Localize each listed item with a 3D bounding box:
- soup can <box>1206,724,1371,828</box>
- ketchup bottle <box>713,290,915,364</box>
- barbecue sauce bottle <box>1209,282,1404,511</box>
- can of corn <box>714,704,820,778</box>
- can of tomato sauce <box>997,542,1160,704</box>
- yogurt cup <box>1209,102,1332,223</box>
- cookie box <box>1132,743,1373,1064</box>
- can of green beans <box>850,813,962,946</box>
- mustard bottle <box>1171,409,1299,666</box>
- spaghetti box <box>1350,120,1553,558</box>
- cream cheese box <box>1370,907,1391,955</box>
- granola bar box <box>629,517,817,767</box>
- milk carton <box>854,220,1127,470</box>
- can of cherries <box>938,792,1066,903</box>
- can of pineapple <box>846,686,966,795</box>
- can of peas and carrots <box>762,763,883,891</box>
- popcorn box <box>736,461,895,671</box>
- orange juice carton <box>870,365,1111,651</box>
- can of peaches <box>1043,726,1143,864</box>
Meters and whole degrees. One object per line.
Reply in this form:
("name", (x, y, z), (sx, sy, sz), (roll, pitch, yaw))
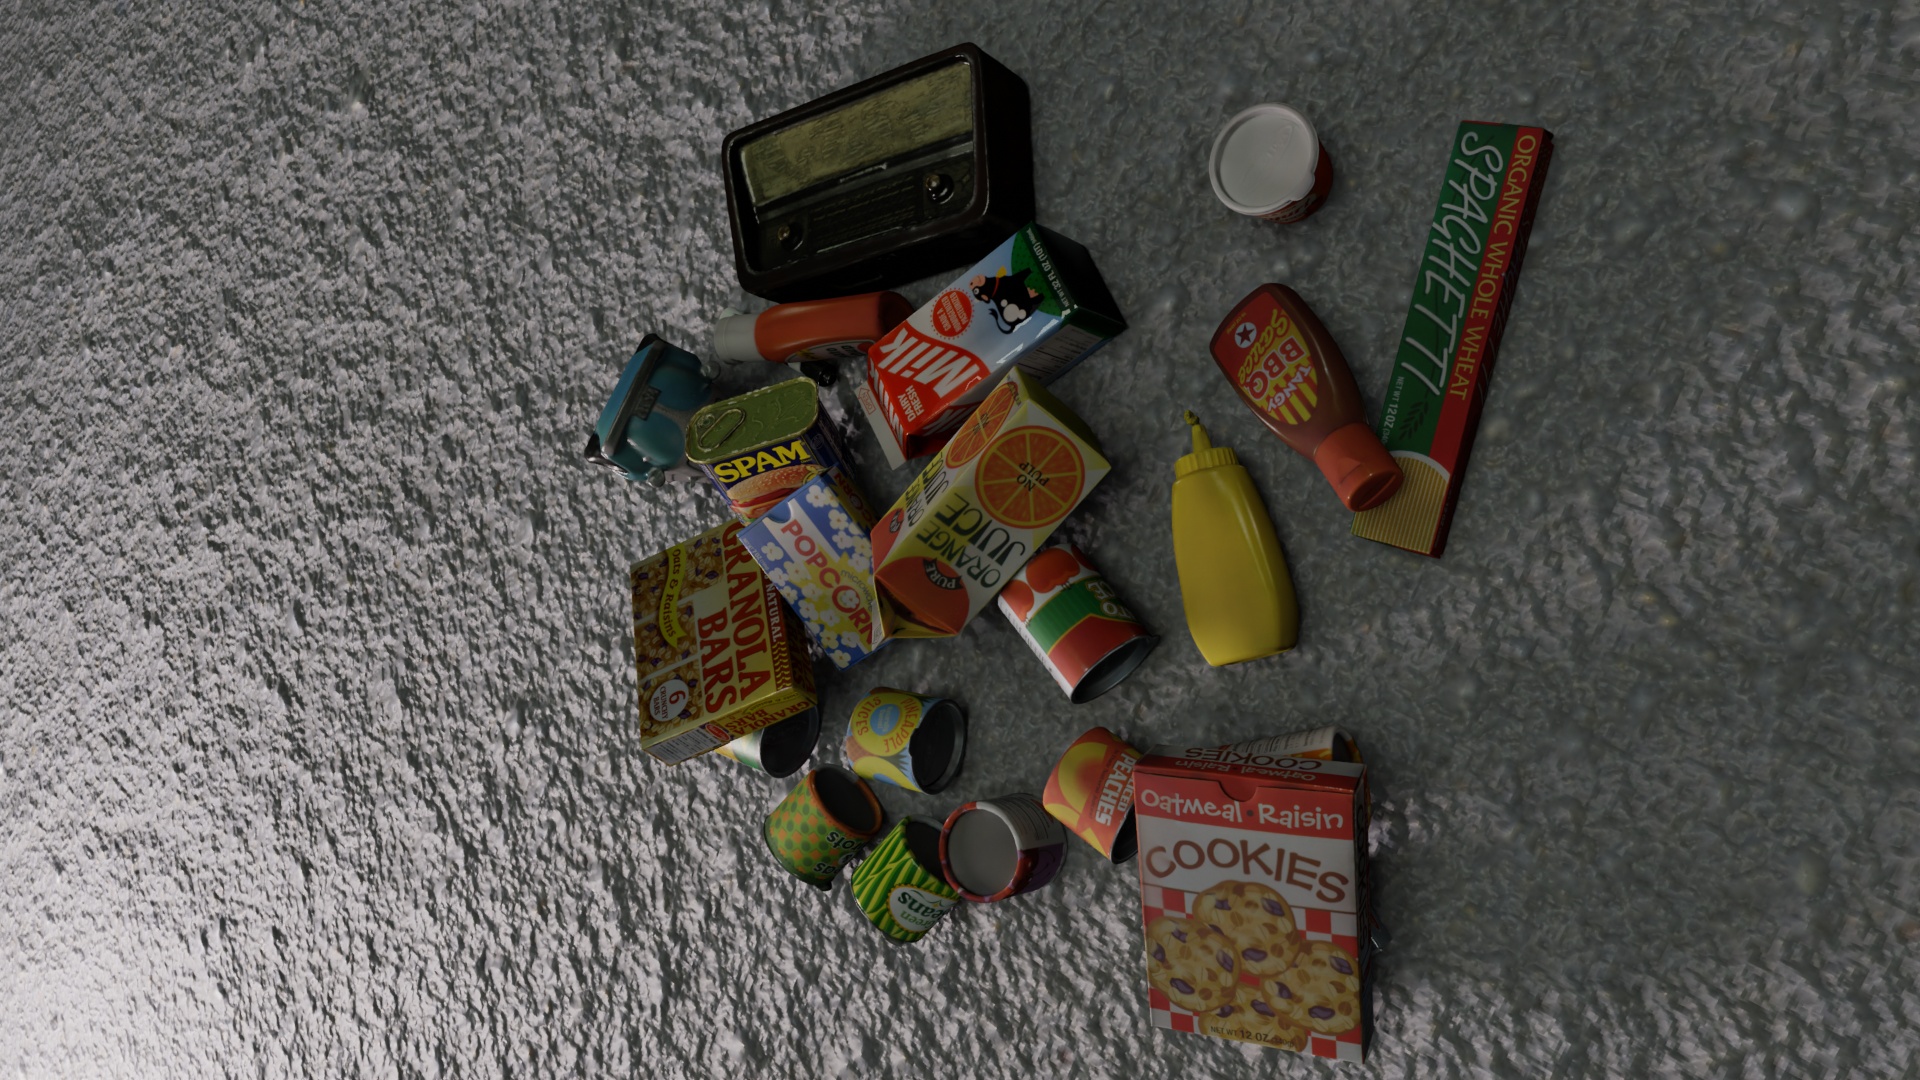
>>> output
("soup can", (0.190, 0.150, 0.816), (0.083, 0.071, 0.071), (-17, 78, 30))
("ketchup bottle", (-0.110, -0.154, 1.019), (0.149, 0.065, 0.043), (-2, 87, 25))
("barbecue sauce bottle", (0.206, -0.082, 0.817), (0.064, 0.044, 0.149), (-49, 49, 30))
("can of corn", (-0.146, 0.133, 1.028), (0.058, 0.071, 0.071), (15, 95, 32))
("can of tomato sauce", (0.075, 0.052, 0.896), (0.071, 0.071, 0.083), (-48, 64, 20))
("yogurt cup", (0.193, -0.227, 0.849), (0.072, 0.054, 0.072), (-3, 85, 32))
("cookie box", (0.165, 0.202, 0.782), (0.123, 0.040, 0.167), (2, 107, 25))
("can of green beans", (-0.032, 0.230, 0.949), (0.057, 0.071, 0.071), (-49, 64, 20))
("mustard bottle", (0.162, -0.005, 0.855), (0.065, 0.049, 0.160), (-17, 77, 31))
("spaghetti box", (0.282, -0.116, 0.800), (0.050, 0.029, 0.249), (17, 95, 32))
("cream cheese box", (0.198, 0.243, 0.828), (0.103, 0.024, 0.053), (-41, 66, 23))
("granola bar box", (-0.177, 0.068, 1.018), (0.124, 0.039, 0.166), (-24, 51, 12))
("milk carton", (0.009, -0.126, 0.946), (0.190, 0.073, 0.072), (-35, 70, 26))
("can of cherries", (0.027, 0.205, 0.919), (0.071, 0.058, 0.071), (-3, 85, 32))
("can of pineapple", (-0.038, 0.136, 0.958), (0.058, 0.071, 0.071), (7, 90, 32))
("can of peas and carrots", (-0.097, 0.204, 0.992), (0.058, 0.071, 0.071), (-48, 64, 20))
("popcorn box", (-0.085, 0.019, 0.985), (0.085, 0.038, 0.126), (-33, 98, 27))
("orange juice carton", (0.003, -0.011, 0.899), (0.192, 0.073, 0.072), (-48, 20, 14))
("can of peaches", (0.093, 0.158, 0.874), (0.058, 0.071, 0.071), (34, 105, 30))
